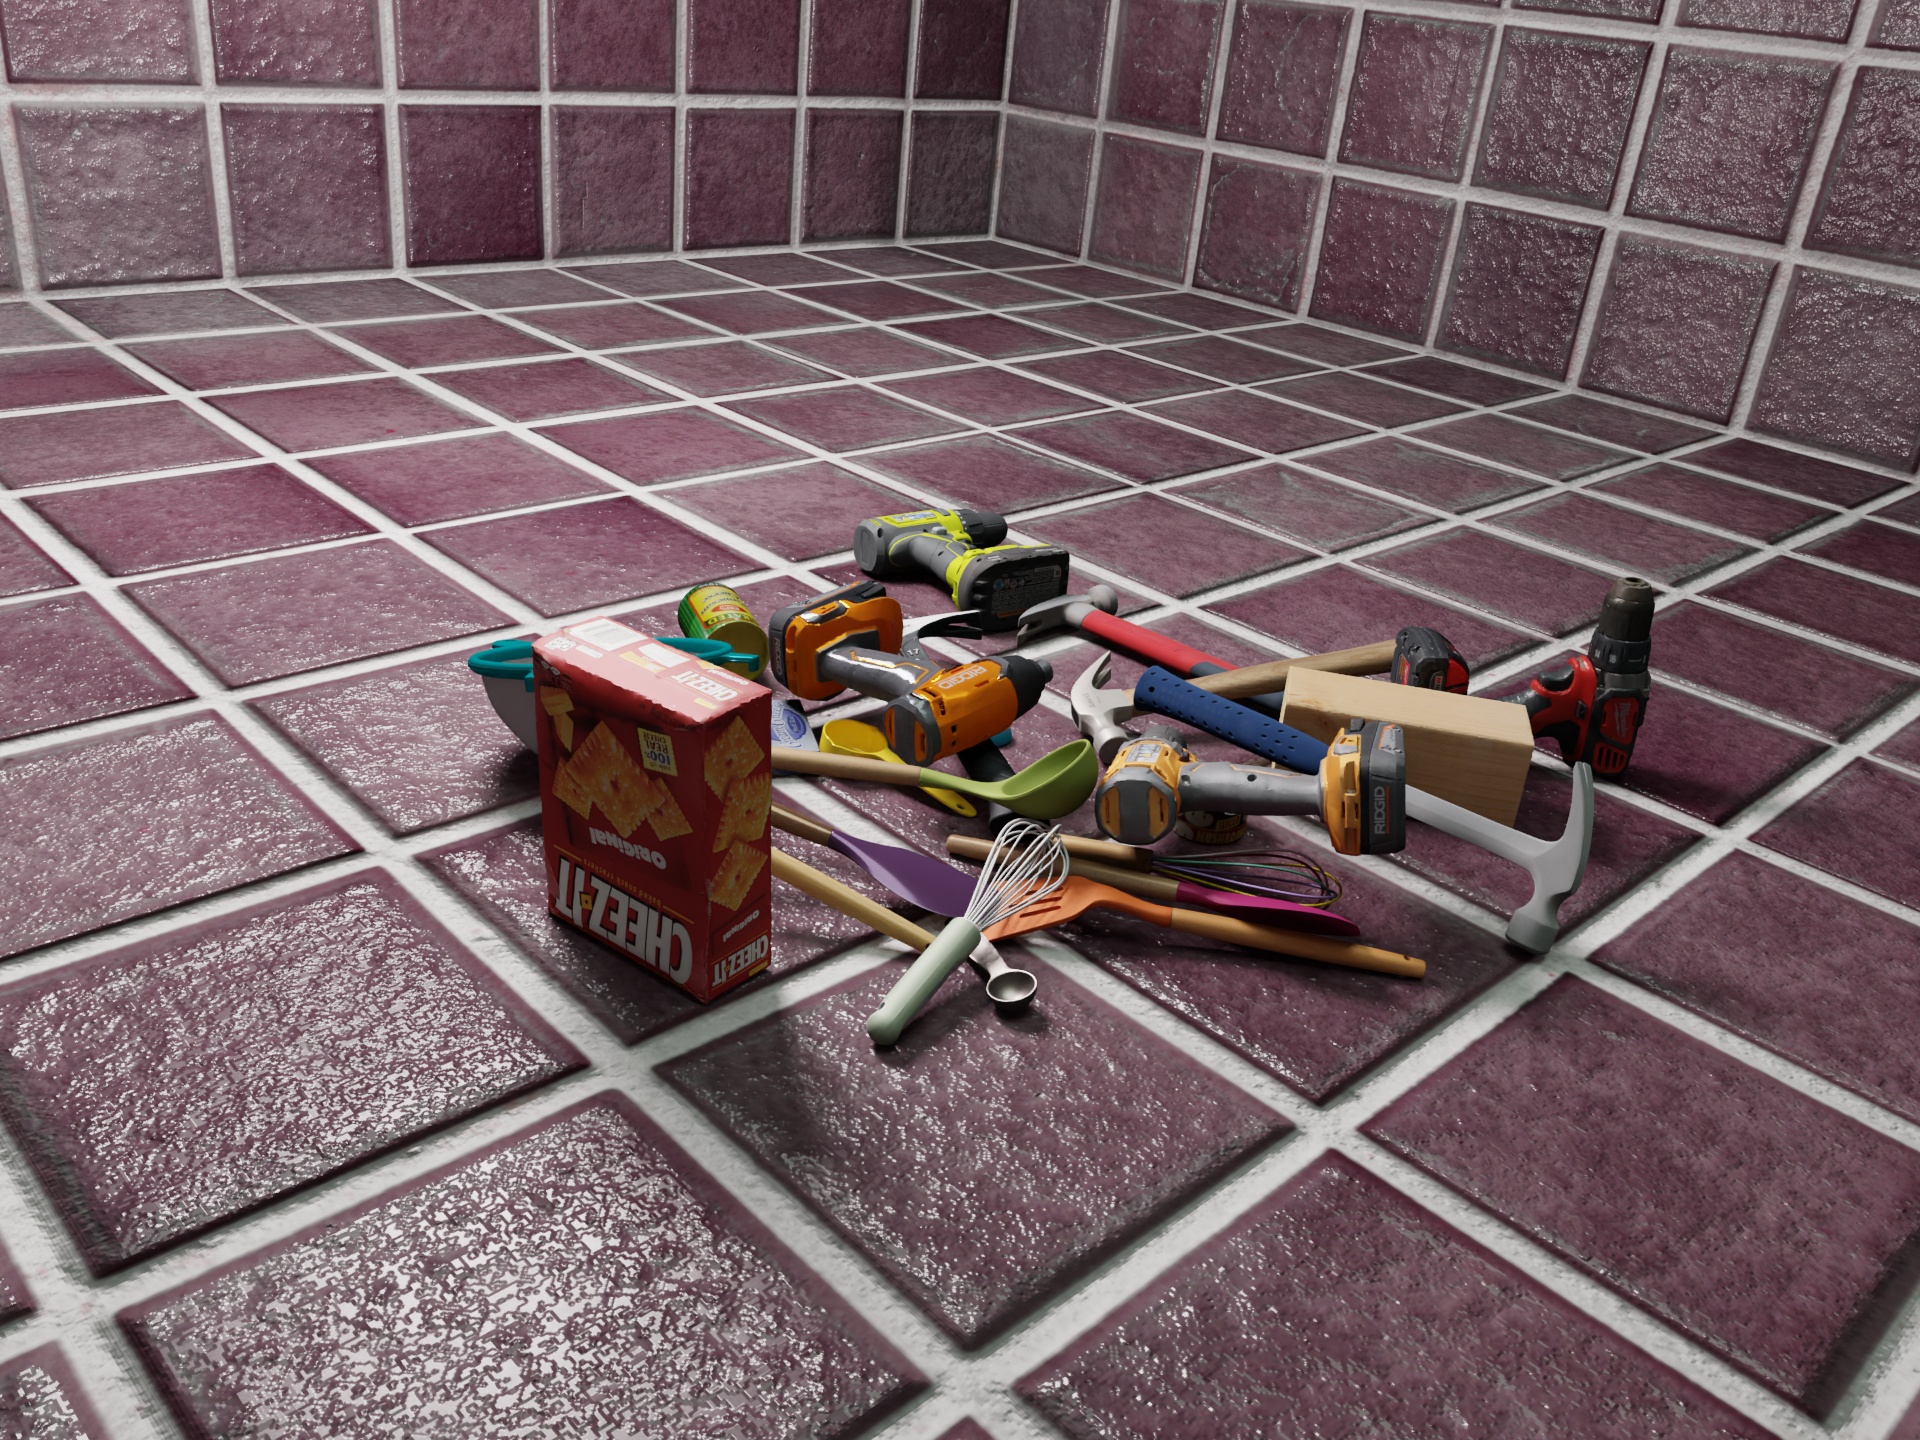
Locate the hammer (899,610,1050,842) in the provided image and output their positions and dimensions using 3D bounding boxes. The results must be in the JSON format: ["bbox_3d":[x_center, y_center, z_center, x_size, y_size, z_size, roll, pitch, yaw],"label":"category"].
[{"bbox_3d":[-0.002,-0.004,1.393,0.149,0.036,0.409,-12,29,-12],"label":"hammer"}]

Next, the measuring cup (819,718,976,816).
[{"bbox_3d":[-0.053,0.048,1.331,0.157,0.029,0.062,32,29,22],"label":"measuring cup"}]

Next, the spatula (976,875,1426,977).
[{"bbox_3d":[0.174,0.155,1.154,0.322,0.041,0.081,11,26,2],"label":"spatula"}]

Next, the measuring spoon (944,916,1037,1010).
[{"bbox_3d":[0.018,0.169,1.104,0.034,0.018,0.124,-19,26,-17],"label":"measuring spoon"}]

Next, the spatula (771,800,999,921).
[{"bbox_3d":[-0.120,0.078,1.167,0.316,0.018,0.060,23,31,4],"label":"spatula"}]

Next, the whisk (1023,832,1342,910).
[{"bbox_3d":[0.168,0.112,1.219,0.245,0.051,0.047,9,60,16],"label":"whisk"}]

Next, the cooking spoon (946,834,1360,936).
[{"bbox_3d":[0.138,0.122,1.191,0.319,0.017,0.068,10,-17,19],"label":"cooking spoon"}]

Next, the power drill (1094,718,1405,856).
[{"bbox_3d":[0.227,0.044,1.233,0.226,0.084,0.185,0,15,14],"label":"power drill"}]

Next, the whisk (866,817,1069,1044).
[{"bbox_3d":[0.008,0.142,1.096,0.059,0.057,0.246,45,45,1],"label":"whisk"}]

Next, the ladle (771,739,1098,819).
[{"bbox_3d":[-0.055,0.028,1.207,0.320,0.062,0.078,7,17,6],"label":"ladle"}]

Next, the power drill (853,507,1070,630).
[{"bbox_3d":[0.017,-0.179,1.748,0.190,0.080,0.229,-12,29,-33],"label":"power drill"}]

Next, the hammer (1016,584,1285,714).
[{"bbox_3d":[0.235,-0.046,1.562,0.387,0.038,0.143,26,34,36],"label":"hammer"}]

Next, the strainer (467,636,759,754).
[{"bbox_3d":[-0.326,-0.018,1.348,0.211,0.095,0.340,-7,9,-35],"label":"strainer"}]

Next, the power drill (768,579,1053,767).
[{"bbox_3d":[-0.040,-0.045,1.358,0.164,0.084,0.227,-24,37,-36],"label":"power drill"}]

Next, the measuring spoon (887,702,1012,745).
[{"bbox_3d":[-0.011,-0.007,1.446,0.129,0.021,0.042,19,29,24],"label":"measuring spoon"}]

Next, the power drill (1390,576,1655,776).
[{"bbox_3d":[0.516,-0.041,1.449,0.226,0.187,0.080,1,25,0],"label":"power drill"}]

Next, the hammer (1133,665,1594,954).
[{"bbox_3d":[0.313,0.037,1.290,0.406,0.144,0.035,26,9,37],"label":"hammer"}]

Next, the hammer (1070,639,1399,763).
[{"bbox_3d":[0.261,-0.036,1.482,0.331,0.031,0.130,-10,37,-13],"label":"hammer"}]

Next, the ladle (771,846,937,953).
[{"bbox_3d":[-0.146,0.095,1.133,0.315,0.069,0.031,27,4,9],"label":"ladle"}]
